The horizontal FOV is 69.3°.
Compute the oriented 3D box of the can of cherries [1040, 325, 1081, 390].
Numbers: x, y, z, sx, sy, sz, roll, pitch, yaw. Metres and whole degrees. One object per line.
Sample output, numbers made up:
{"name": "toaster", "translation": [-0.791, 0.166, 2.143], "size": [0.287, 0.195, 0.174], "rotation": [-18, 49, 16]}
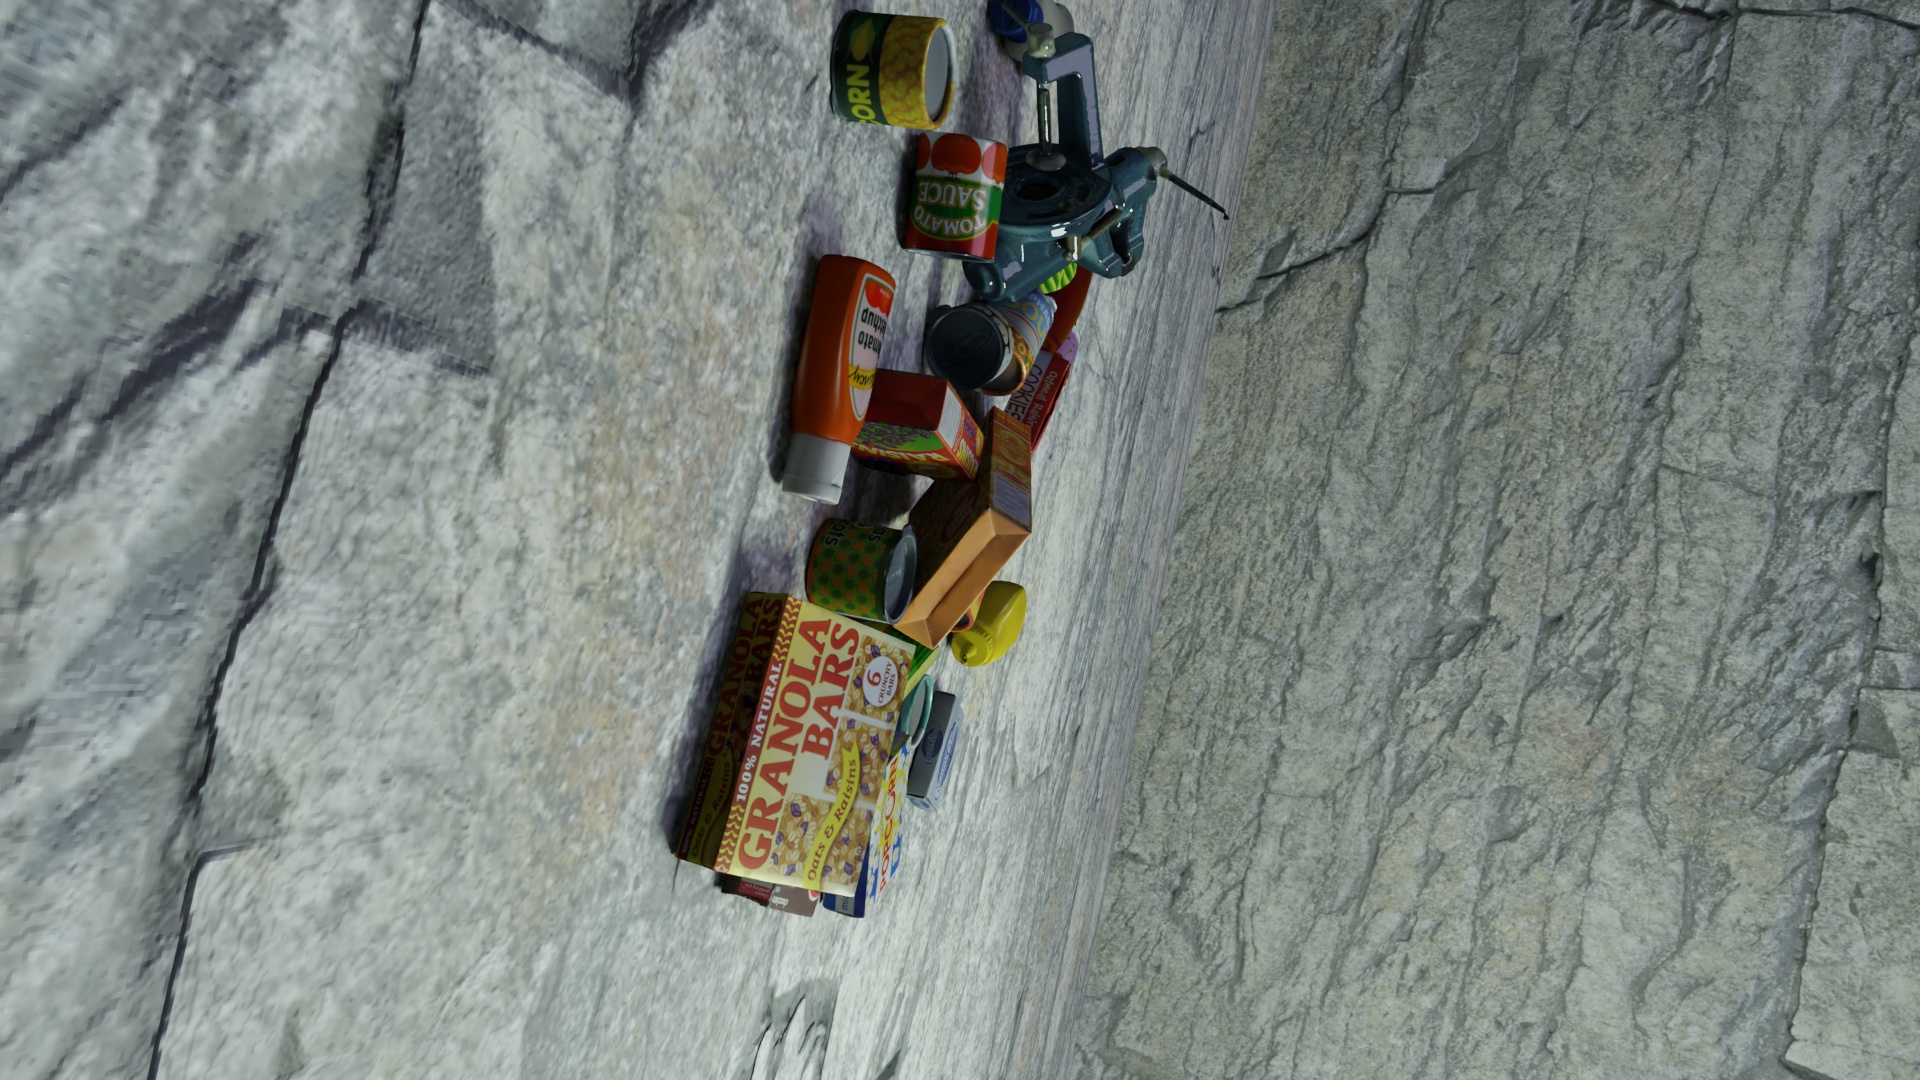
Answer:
{"name": "can of cherries", "translation": [0.075, -0.181, 1.339], "size": [0.071, 0.071, 0.058], "rotation": [76, 29, -57]}

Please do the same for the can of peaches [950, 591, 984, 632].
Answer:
{"name": "can of peaches", "translation": [-0.010, 0.036, 1.158], "size": [0.071, 0.071, 0.058], "rotation": [78, 28, -56]}

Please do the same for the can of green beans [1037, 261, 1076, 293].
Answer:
{"name": "can of green beans", "translation": [0.071, -0.266, 1.258], "size": [0.057, 0.071, 0.071], "rotation": [80, 25, -54]}

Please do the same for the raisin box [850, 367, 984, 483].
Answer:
{"name": "raisin box", "translation": [-0.038, -0.077, 0.945], "size": [0.123, 0.086, 0.040], "rotation": [48, 52, -72]}

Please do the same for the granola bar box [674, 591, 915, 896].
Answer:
{"name": "granola bar box", "translation": [-0.099, 0.127, 0.862], "size": [0.124, 0.039, 0.166], "rotation": [28, 71, -47]}

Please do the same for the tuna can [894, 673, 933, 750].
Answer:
{"name": "tuna can", "translation": [-0.048, 0.138, 1.159], "size": [0.071, 0.033, 0.071], "rotation": [10, 91, -75]}

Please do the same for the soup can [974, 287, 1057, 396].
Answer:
{"name": "soup can", "translation": [0.039, -0.175, 1.192], "size": [0.071, 0.071, 0.084], "rotation": [85, 21, -45]}

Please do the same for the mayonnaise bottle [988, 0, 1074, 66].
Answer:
{"name": "mayonnaise bottle", "translation": [0.060, -0.426, 1.158], "size": [0.148, 0.041, 0.064], "rotation": [-24, 122, -71]}

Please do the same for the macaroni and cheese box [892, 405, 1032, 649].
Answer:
{"name": "macaroni and cheese box", "translation": [0.004, -0.013, 1.043], "size": [0.123, 0.040, 0.167], "rotation": [-51, -164, 26]}

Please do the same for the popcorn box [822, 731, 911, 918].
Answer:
{"name": "popcorn box", "translation": [-0.075, 0.224, 1.109], "size": [0.085, 0.038, 0.126], "rotation": [-42, 141, -66]}

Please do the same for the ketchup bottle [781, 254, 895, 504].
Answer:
{"name": "ketchup bottle", "translation": [-0.078, -0.098, 0.863], "size": [0.064, 0.043, 0.149], "rotation": [23, 79, -71]}

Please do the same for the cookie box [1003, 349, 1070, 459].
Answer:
{"name": "cookie box", "translation": [0.045, -0.074, 1.252], "size": [0.166, 0.040, 0.123], "rotation": [110, 3, -49]}

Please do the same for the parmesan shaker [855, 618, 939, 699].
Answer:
{"name": "parmesan shaker", "translation": [-0.065, 0.091, 1.010], "size": [0.103, 0.071, 0.071], "rotation": [-47, 145, -65]}

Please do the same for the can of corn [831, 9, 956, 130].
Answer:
{"name": "can of corn", "translation": [-0.040, -0.284, 0.846], "size": [0.071, 0.058, 0.071], "rotation": [9, 91, -75]}

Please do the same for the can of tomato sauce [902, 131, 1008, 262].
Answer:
{"name": "can of tomato sauce", "translation": [-0.003, -0.245, 0.994], "size": [0.071, 0.071, 0.083], "rotation": [-19, 118, -73]}

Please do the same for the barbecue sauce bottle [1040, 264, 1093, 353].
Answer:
{"name": "barbecue sauce bottle", "translation": [0.096, -0.247, 1.312], "size": [0.043, 0.065, 0.149], "rotation": [-29, -153, 58]}

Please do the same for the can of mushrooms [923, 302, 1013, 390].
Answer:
{"name": "can of mushrooms", "translation": [0.006, -0.156, 1.096], "size": [0.033, 0.071, 0.070], "rotation": [-40, 139, -67]}

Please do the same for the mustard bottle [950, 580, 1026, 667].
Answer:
{"name": "mustard bottle", "translation": [0.024, 0.087, 1.361], "size": [0.161, 0.049, 0.065], "rotation": [-41, 139, -66]}

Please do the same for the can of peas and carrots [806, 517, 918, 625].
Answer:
{"name": "can of peas and carrots", "translation": [-0.067, 0.018, 0.957], "size": [0.071, 0.059, 0.071], "rotation": [8, 91, -75]}

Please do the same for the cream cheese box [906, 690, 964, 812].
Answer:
{"name": "cream cheese box", "translation": [-0.023, 0.200, 1.311], "size": [0.053, 0.024, 0.104], "rotation": [70, 34, -62]}
